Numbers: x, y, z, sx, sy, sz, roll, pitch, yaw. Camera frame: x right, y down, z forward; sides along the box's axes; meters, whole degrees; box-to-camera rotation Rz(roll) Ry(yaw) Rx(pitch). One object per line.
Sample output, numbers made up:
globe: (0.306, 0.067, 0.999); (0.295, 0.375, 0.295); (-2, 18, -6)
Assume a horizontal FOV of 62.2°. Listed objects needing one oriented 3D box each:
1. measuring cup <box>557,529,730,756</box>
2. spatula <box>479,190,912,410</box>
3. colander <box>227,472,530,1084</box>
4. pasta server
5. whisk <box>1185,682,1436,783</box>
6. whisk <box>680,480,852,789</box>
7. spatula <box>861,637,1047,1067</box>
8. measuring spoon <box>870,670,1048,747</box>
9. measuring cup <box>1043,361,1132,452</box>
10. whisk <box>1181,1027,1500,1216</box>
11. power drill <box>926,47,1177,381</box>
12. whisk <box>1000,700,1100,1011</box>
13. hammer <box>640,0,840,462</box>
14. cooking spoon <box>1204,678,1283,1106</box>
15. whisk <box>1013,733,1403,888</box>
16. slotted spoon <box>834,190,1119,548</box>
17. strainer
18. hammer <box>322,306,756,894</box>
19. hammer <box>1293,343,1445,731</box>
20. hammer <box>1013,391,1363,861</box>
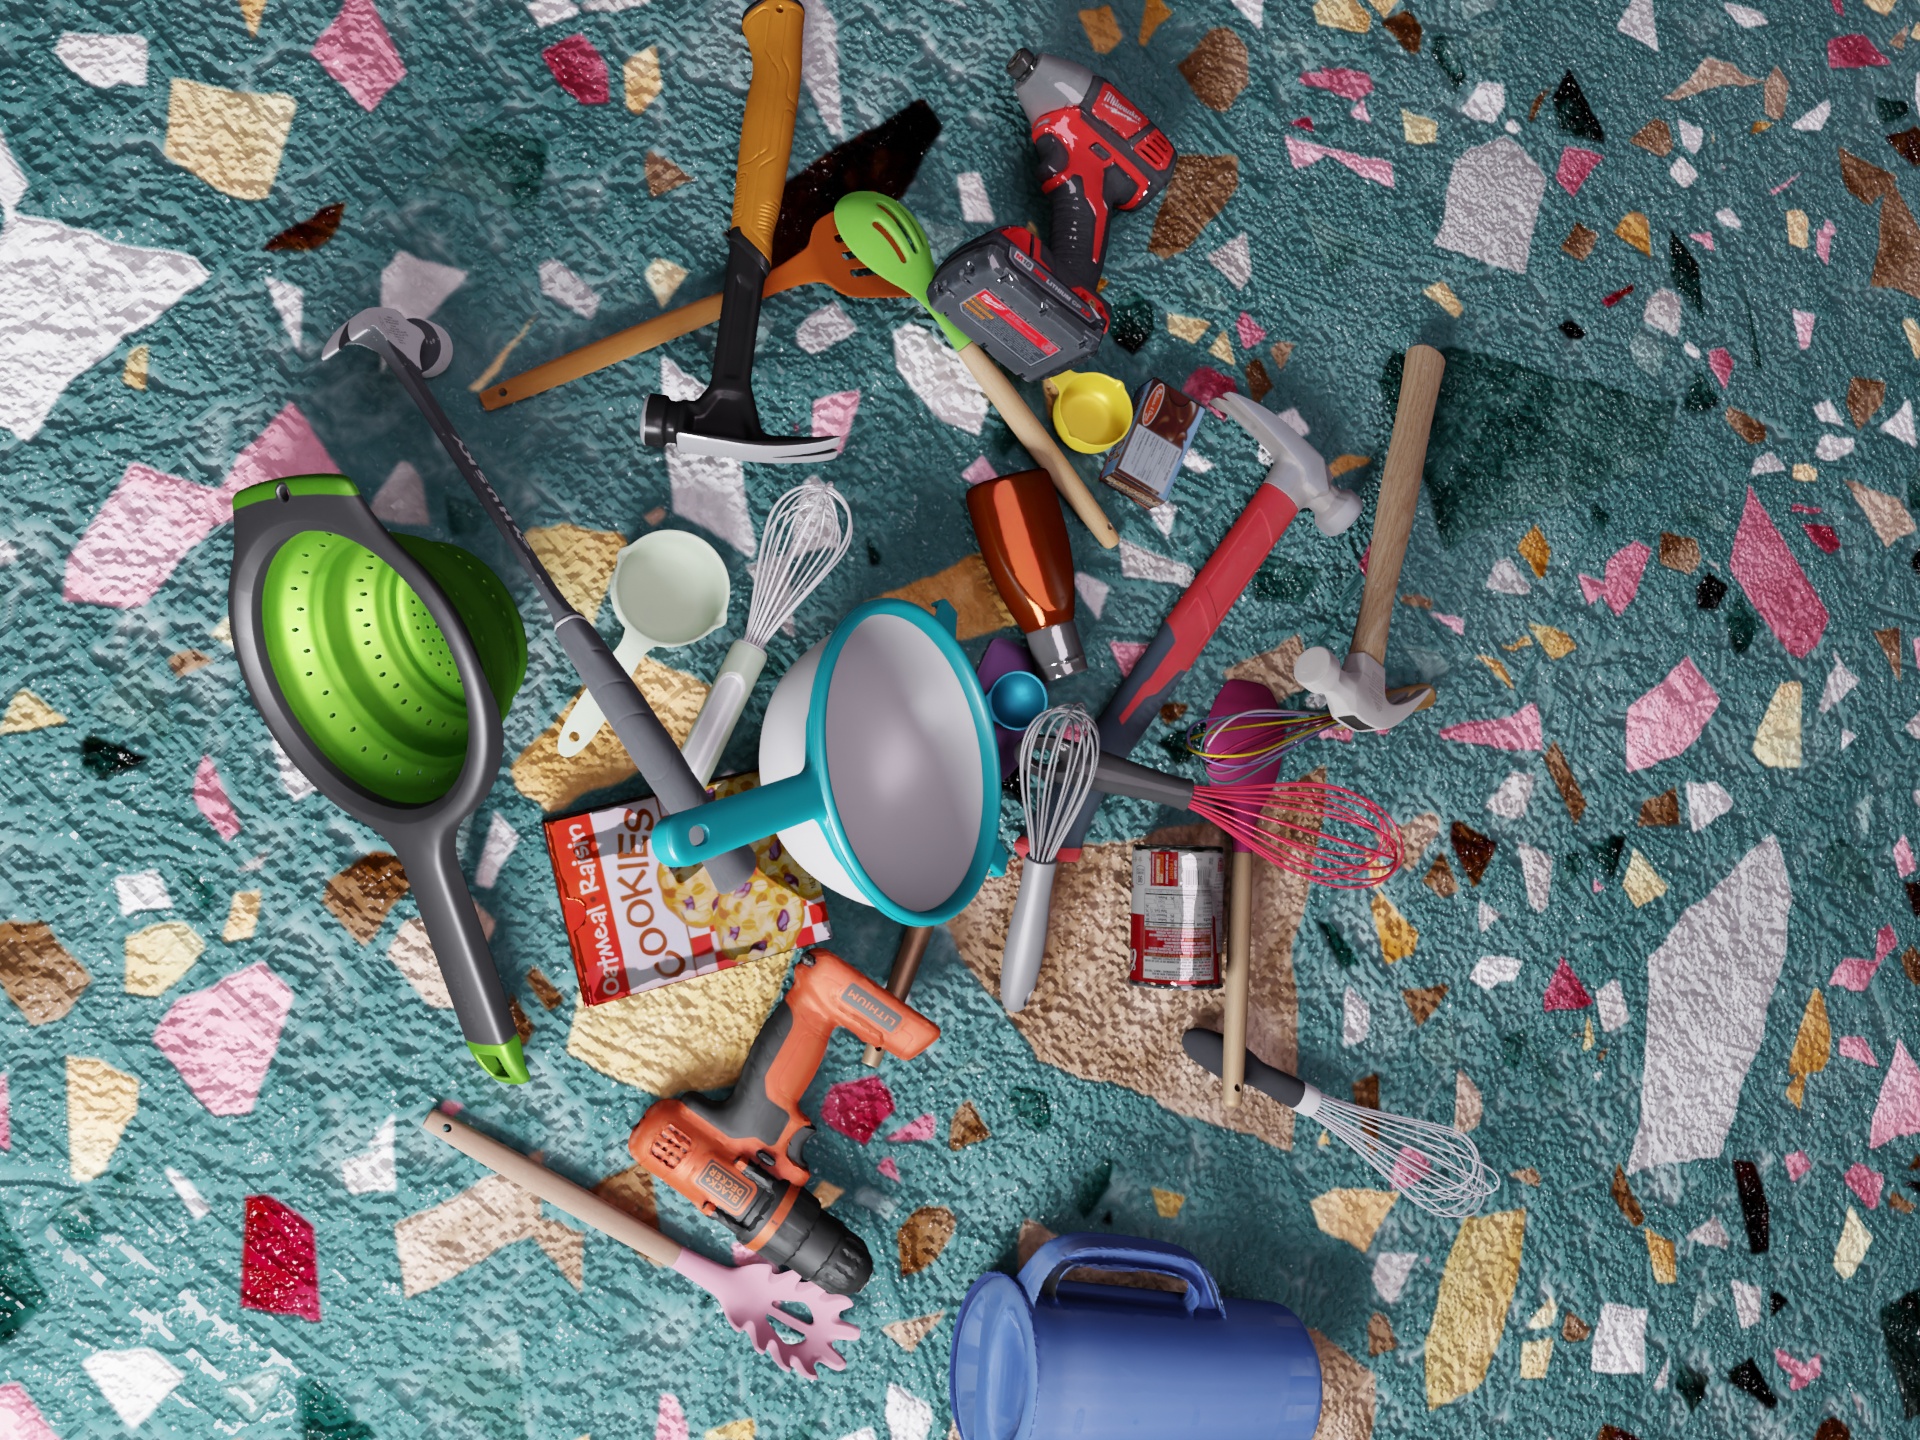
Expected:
measuring cup: (-0.216, -0.048, 1.043); (0.083, 0.038, 0.167); (34, 78, -16)
spatula: (-0.172, -0.275, 1.078); (0.322, 0.041, 0.081); (-27, 95, -15)
colander: (-0.310, 0.033, 0.972); (0.094, 0.204, 0.397); (-38, 121, -52)
pasta server: (-0.205, 0.333, 1.027); (0.316, 0.040, 0.060); (35, 64, -14)
whisk: (0.272, 0.003, 1.204); (0.245, 0.047, 0.051); (-12, 83, -30)
whisk: (-0.135, -0.054, 1.049); (0.058, 0.059, 0.246); (24, 72, -1)
spatula: (-0.006, 0.092, 1.122); (0.059, 0.018, 0.316); (24, 79, -14)
measuring spoon: (-0.002, -0.004, 1.123); (0.128, 0.021, 0.042); (-15, 95, -2)
measuring cup: (0.059, -0.257, 1.165); (0.156, 0.029, 0.062); (43, 73, -1)
whisk: (0.286, 0.301, 1.205); (0.284, 0.070, 0.070); (29, 78, -12)
power drill: (0.065, -0.364, 1.121); (0.143, 0.078, 0.220); (33, 65, -27)
whisk: (0.055, 0.097, 1.092); (0.055, 0.055, 0.239); (1, 112, -20)
hammer: (-0.129, -0.332, 1.059); (0.127, 0.034, 0.337); (6, 76, -6)
cooking spoon: (0.209, 0.124, 1.184); (0.068, 0.017, 0.319); (9, 77, -20)
whisk: (0.179, 0.058, 1.126); (0.295, 0.073, 0.073); (16, 82, -8)
slotted spoon: (0.020, -0.249, 1.137); (0.313, 0.031, 0.070); (51, 48, -16)
strainer: (-0.097, 0.042, 0.981); (0.340, 0.095, 0.211); (-18, 97, -58)
hammer: (-0.244, -0.072, 0.958); (0.036, 0.149, 0.409); (-32, 94, 5)
hammer: (0.332, -0.144, 1.218); (0.130, 0.031, 0.331); (33, 63, -36)
hammer: (0.147, -0.063, 1.176); (0.143, 0.038, 0.386); (40, 75, -13)
